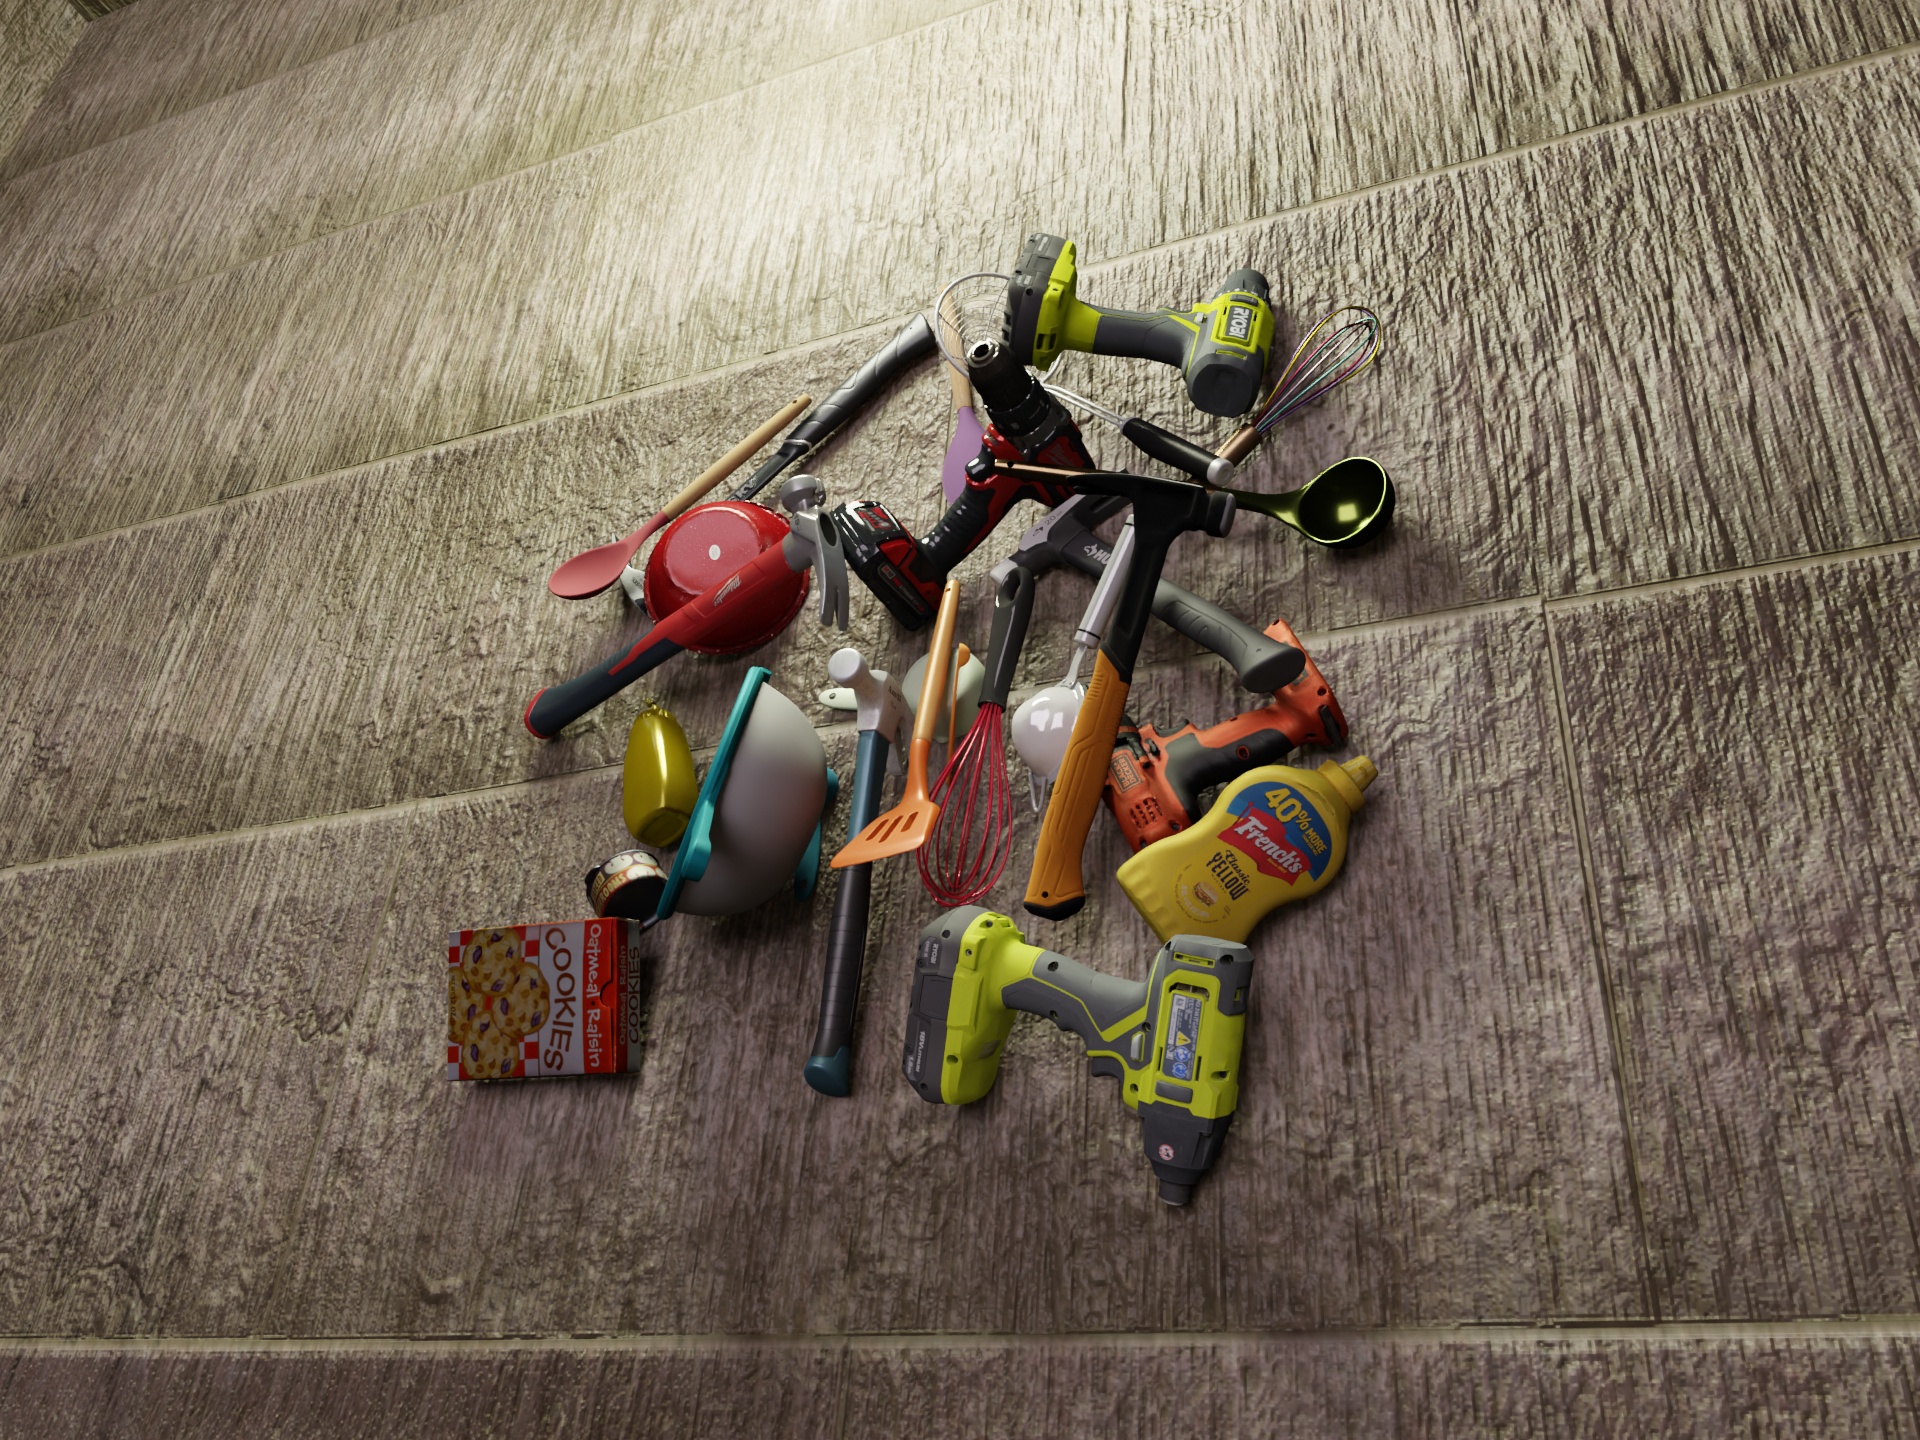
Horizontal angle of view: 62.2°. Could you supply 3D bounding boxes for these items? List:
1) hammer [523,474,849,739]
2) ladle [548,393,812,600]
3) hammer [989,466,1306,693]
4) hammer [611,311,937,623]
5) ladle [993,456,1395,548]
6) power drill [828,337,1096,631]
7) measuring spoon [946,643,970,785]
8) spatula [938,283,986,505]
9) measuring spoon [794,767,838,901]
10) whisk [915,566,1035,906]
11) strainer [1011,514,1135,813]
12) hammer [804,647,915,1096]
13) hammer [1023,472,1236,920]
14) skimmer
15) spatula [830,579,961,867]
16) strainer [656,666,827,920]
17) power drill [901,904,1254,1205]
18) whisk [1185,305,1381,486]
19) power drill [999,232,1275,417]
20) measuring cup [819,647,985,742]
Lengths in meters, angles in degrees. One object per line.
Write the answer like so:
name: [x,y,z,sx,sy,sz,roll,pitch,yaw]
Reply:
hammer: [-0.251,-0.062,1.403,0.386,0.038,0.143,-29,61,30]
ladle: [-0.268,-0.217,1.552,0.315,0.031,0.069,-41,48,-6]
hammer: [0.157,-0.104,1.250,0.146,0.035,0.335,-42,37,-5]
hammer: [-0.178,-0.260,1.575,0.409,0.036,0.149,-44,49,-6]
ladle: [0.182,-0.189,1.269,0.320,0.062,0.078,9,68,10]
power drill: [-0.004,-0.202,1.350,0.226,0.187,0.080,-39,50,4]
measuring spoon: [-0.002,-0.004,1.284,0.011,0.021,0.117,5,99,-1]
spatula: [0.000,-0.313,1.530,0.060,0.018,0.316,-18,53,14]
measuring spoon: [-0.128,0.089,1.316,0.042,0.021,0.129,-11,53,20]
whisk: [0.020,0.007,1.255,0.073,0.073,0.296,0,64,27]
strainer: [0.092,-0.056,1.220,0.258,0.050,0.087,-66,22,-4]
hammer: [-0.081,0.119,1.225,0.033,0.128,0.331,-4,66,24]
hammer: [0.099,-0.020,1.164,0.127,0.034,0.337,13,80,20]
skimmer: [0.110,-0.304,1.404,0.127,0.090,0.364,-26,41,-24]
spatula: [-0.031,-0.005,1.252,0.081,0.041,0.323,-15,42,26]
strainer: [-0.154,0.080,1.192,0.340,0.095,0.211,-124,56,-80]
power drill: [0.078,0.217,1.072,0.223,0.080,0.171,8,90,29]
whisk: [0.266,-0.257,1.343,0.245,0.047,0.051,-45,38,-1]
power drill: [0.161,-0.353,1.385,0.228,0.080,0.191,13,45,6]
measuring cup: [-0.053,-0.026,1.346,0.167,0.038,0.083,1,59,25]
